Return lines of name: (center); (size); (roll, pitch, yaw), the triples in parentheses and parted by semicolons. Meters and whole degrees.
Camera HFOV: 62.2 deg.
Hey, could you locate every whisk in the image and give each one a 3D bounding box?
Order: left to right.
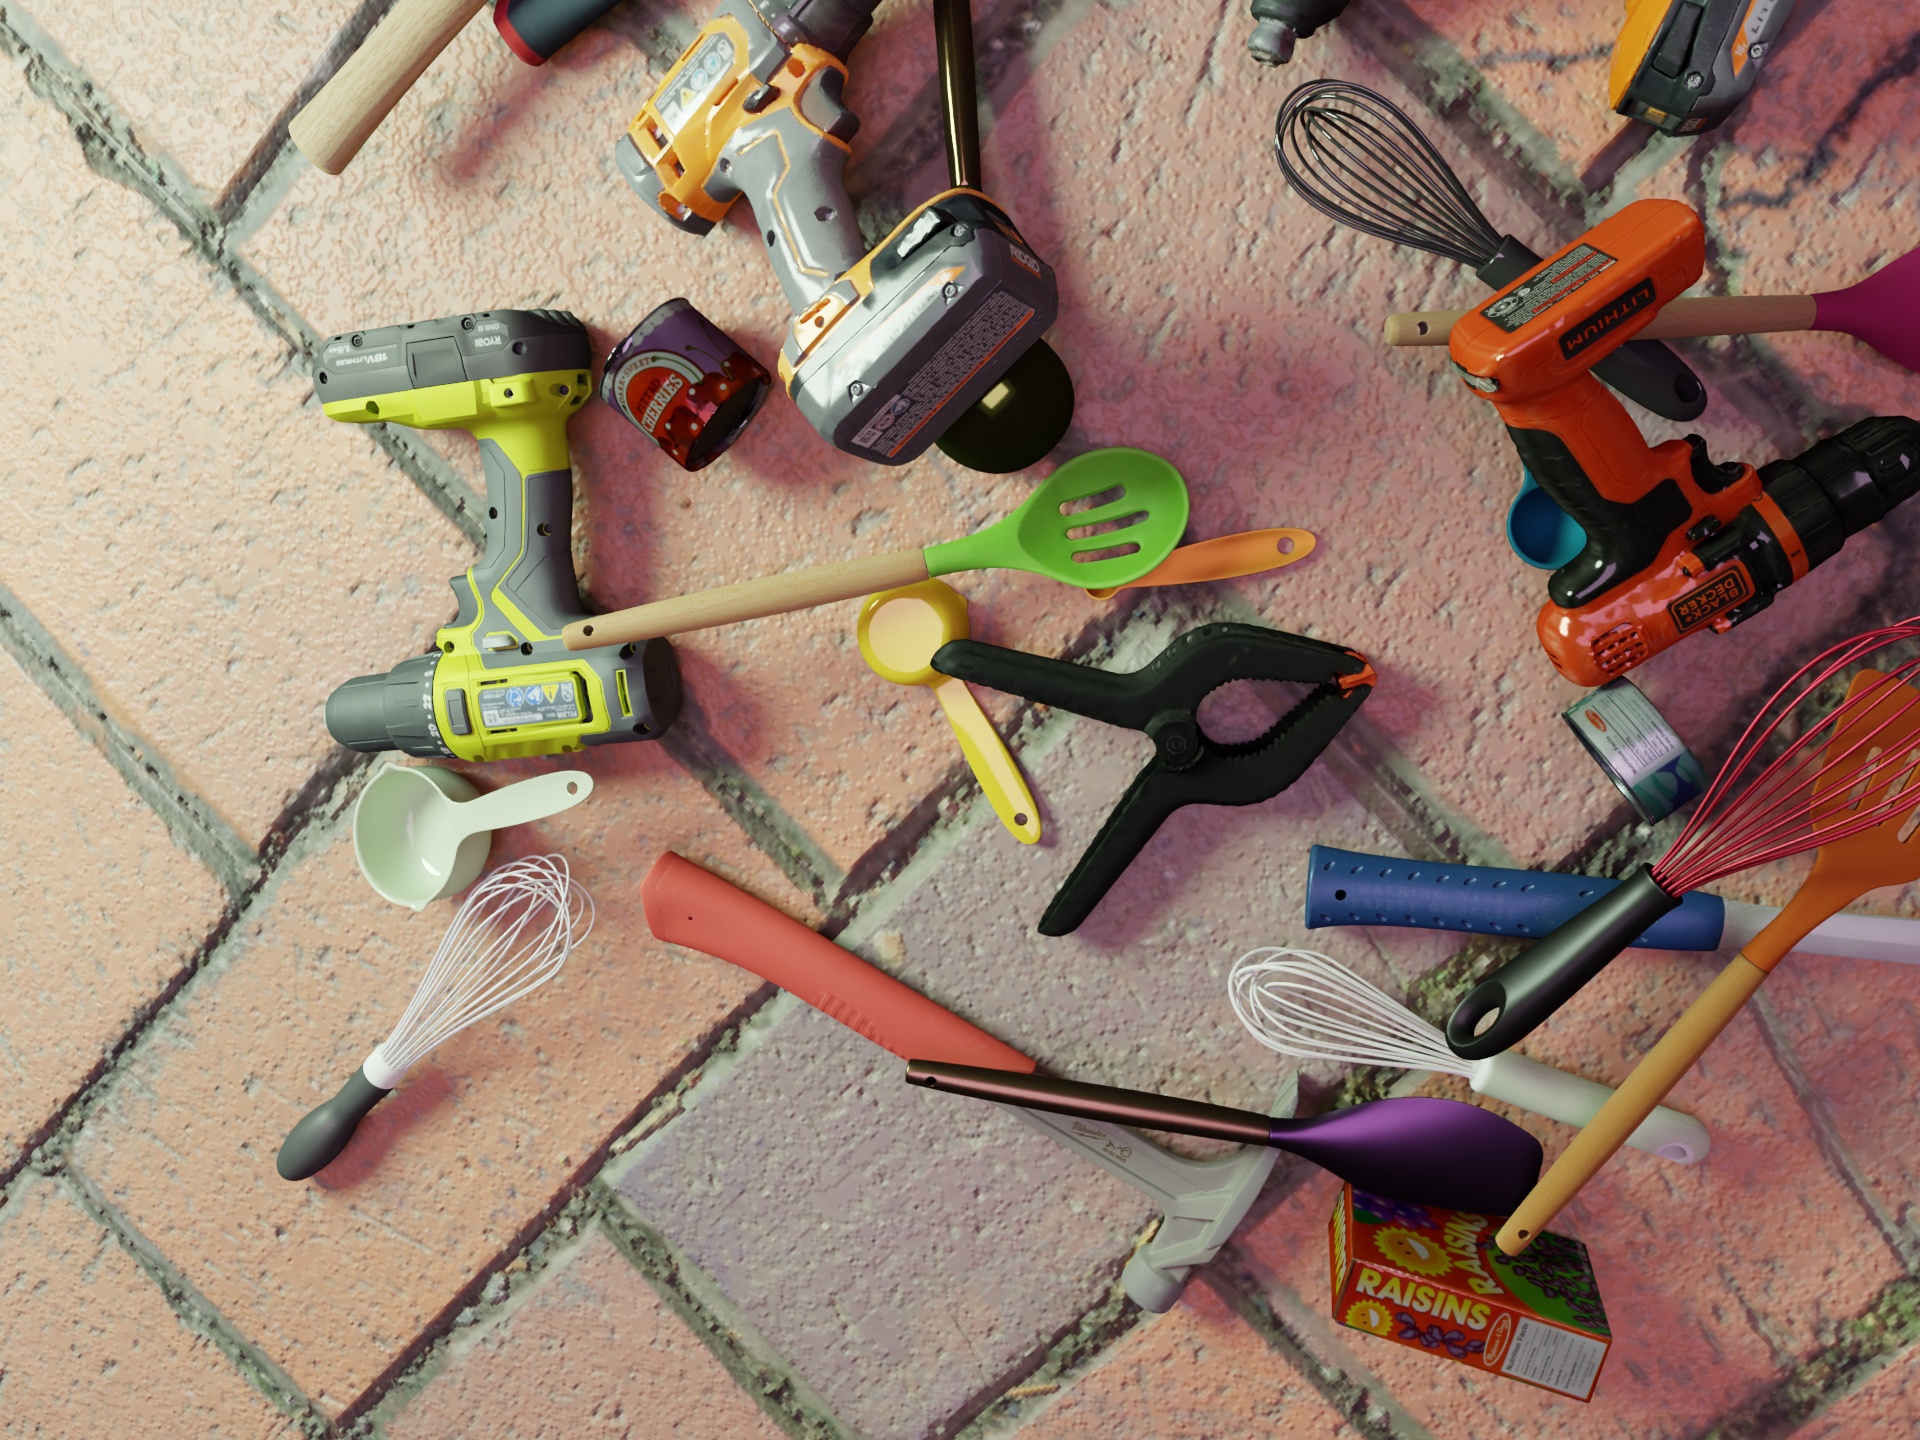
whisk: (-0.305, 0.176, 0.897); (0.070, 0.070, 0.284); (46, 109, 1)
whisk: (0.251, 0.169, 0.791); (0.246, 0.059, 0.057); (19, 139, 4)
whisk: (0.242, -0.208, 0.722); (0.239, 0.055, 0.055); (35, 104, -3)
whisk: (0.323, 0.060, 0.696); (0.073, 0.073, 0.295); (43, 117, 2)

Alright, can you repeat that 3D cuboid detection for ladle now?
ladle: (0.005, -0.280, 0.770); (0.078, 0.062, 0.320); (-4, 92, 21)

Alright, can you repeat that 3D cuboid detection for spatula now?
spatula: (0.128, 0.199, 0.795); (0.316, 0.018, 0.059); (8, 106, 6)
spatula: (0.351, 0.127, 0.737); (0.081, 0.041, 0.322); (34, 109, 5)

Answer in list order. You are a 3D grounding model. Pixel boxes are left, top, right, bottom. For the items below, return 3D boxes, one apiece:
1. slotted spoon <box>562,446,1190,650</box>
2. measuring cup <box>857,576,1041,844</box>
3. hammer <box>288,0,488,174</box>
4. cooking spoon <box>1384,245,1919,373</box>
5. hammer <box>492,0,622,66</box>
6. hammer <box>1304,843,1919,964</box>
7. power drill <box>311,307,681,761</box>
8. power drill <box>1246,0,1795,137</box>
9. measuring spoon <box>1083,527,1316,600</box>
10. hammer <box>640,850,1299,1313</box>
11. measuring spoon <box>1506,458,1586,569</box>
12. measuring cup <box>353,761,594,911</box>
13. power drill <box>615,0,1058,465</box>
slotted spoon: (-0.042, -0.074, 0.784); (0.314, 0.031, 0.070); (-12, 79, 1)
measuring cup: (-0.001, -0.003, 0.817); (0.062, 0.029, 0.156); (-29, 91, 15)
hammer: (-0.207, -0.394, 0.762); (0.331, 0.031, 0.130); (-42, 66, 13)
cooking spoon: (0.347, -0.178, 0.698); (0.319, 0.017, 0.068); (-2, 101, 1)
hammer: (-0.056, -0.416, 0.741); (0.386, 0.038, 0.143); (-29, 76, 17)
hammer: (0.372, 0.091, 0.755); (0.405, 0.035, 0.144); (4, 101, 11)
power drill: (-0.258, -0.089, 0.832); (0.190, 0.080, 0.228); (-5, 101, 11)
power drill: (0.241, -0.336, 0.689); (0.226, 0.084, 0.164); (26, 104, 10)
measuring spoon: (0.118, -0.079, 0.792); (0.117, 0.011, 0.021); (-10, 92, 9)
hammer: (-0.006, 0.164, 0.843); (0.359, 0.037, 0.149); (30, 104, 5)
measuring spoon: (0.268, -0.133, 0.751); (0.042, 0.021, 0.128); (-12, 88, 1)
measuring cup: (-0.254, 0.051, 0.858); (0.167, 0.038, 0.083); (-16, 86, 24)
power drill: (-0.047, -0.255, 0.727); (0.185, 0.084, 0.226); (-42, 67, 22)
